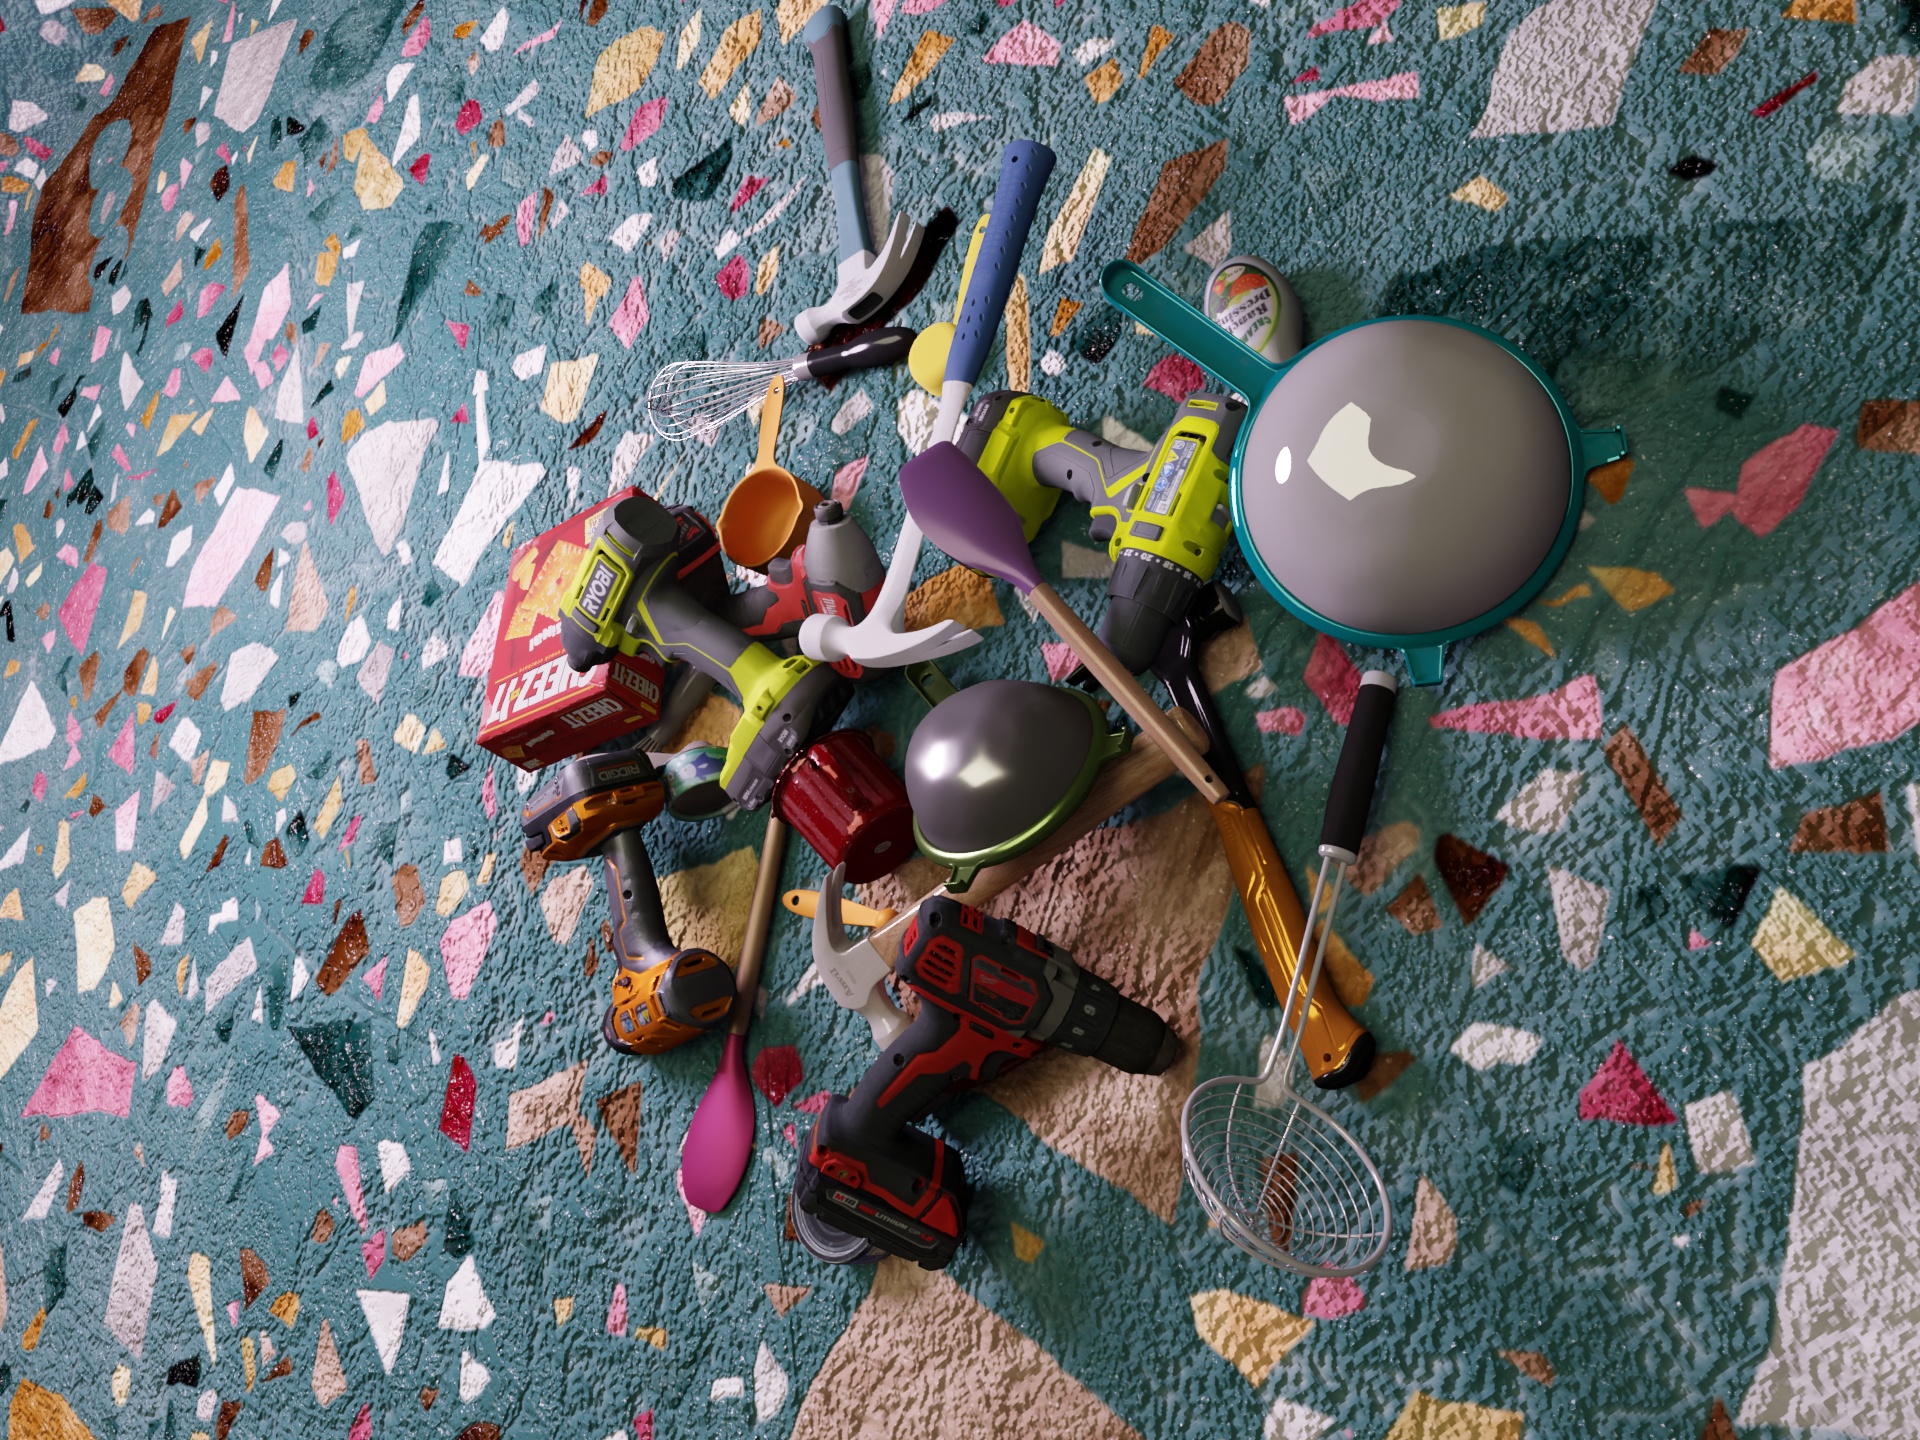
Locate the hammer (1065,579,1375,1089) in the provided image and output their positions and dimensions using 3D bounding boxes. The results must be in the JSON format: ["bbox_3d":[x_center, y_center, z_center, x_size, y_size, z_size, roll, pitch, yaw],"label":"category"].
[{"bbox_3d":[0.174,0.076,1.016,0.127,0.034,0.337,-32,59,24],"label":"hammer"}]

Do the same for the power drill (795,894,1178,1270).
[{"bbox_3d":[0.013,0.239,1.024,0.226,0.188,0.080,-61,7,16],"label":"power drill"}]

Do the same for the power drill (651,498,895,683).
[{"bbox_3d":[-0.154,-0.107,1.238,0.220,0.078,0.143,7,125,29],"label":"power drill"}]

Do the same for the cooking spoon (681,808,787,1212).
[{"bbox_3d":[-0.169,0.217,1.235,0.069,0.017,0.319,3,78,38],"label":"cooking spoon"}]

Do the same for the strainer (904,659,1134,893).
[{"bbox_3d":[-0.002,-0.003,1.071,0.151,0.069,0.257,-41,33,0],"label":"strainer"}]

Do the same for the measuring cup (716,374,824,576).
[{"bbox_3d":[-0.147,-0.202,1.330,0.095,0.052,0.174,-7,70,35],"label":"measuring cup"}]

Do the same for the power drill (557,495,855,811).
[{"bbox_3d":[-0.205,-0.043,1.217,0.223,0.080,0.171,40,132,4],"label":"power drill"}]

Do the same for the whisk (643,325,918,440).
[{"bbox_3d":[-0.158,-0.298,1.367,0.284,0.070,0.070,-8,71,29],"label":"whisk"}]

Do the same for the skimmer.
[{"bbox_3d":[0.215,0.128,0.903,0.090,0.127,0.363,135,156,-68],"label":"skimmer"}]

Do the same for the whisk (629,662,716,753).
[{"bbox_3d":[-0.258,0.013,1.348,0.055,0.055,0.239,40,97,37],"label":"whisk"}]

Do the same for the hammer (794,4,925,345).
[{"bbox_3d":[-0.104,-0.495,1.400,0.128,0.033,0.331,-22,63,30],"label":"hammer"}]

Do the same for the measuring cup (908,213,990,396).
[{"bbox_3d":[-0.003,-0.339,1.278,0.062,0.029,0.156,11,84,38],"label":"measuring cup"}]

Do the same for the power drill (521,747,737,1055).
[{"bbox_3d":[-0.268,0.154,1.258,0.164,0.084,0.226,-34,74,46],"label":"power drill"}]

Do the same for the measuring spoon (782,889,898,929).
[{"bbox_3d":[-0.094,0.144,1.206,0.117,0.011,0.021,7,80,38],"label":"measuring spoon"}]

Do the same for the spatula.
[{"bbox_3d":[0.064,-0.065,1.023,0.060,0.018,0.316,-36,69,-11],"label":"spatula"}]

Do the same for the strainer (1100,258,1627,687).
[{"bbox_3d":[0.214,-0.191,0.956,0.340,0.095,0.211,39,94,14],"label":"strainer"}]

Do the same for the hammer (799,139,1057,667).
[{"bbox_3d":[0.000,-0.228,1.134,0.144,0.035,0.405,7,76,40],"label":"hammer"}]

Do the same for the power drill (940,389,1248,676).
[{"bbox_3d":[0.086,-0.138,1.101,0.229,0.080,0.190,20,85,44],"label":"power drill"}]

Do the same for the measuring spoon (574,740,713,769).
[{"bbox_3d":[-0.262,0.036,1.319,0.124,0.018,0.034,-3,91,2],"label":"measuring spoon"}]

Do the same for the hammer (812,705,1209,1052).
[{"bbox_3d":[0.027,0.094,1.070,0.331,0.031,0.130,-38,90,24],"label":"hammer"}]
